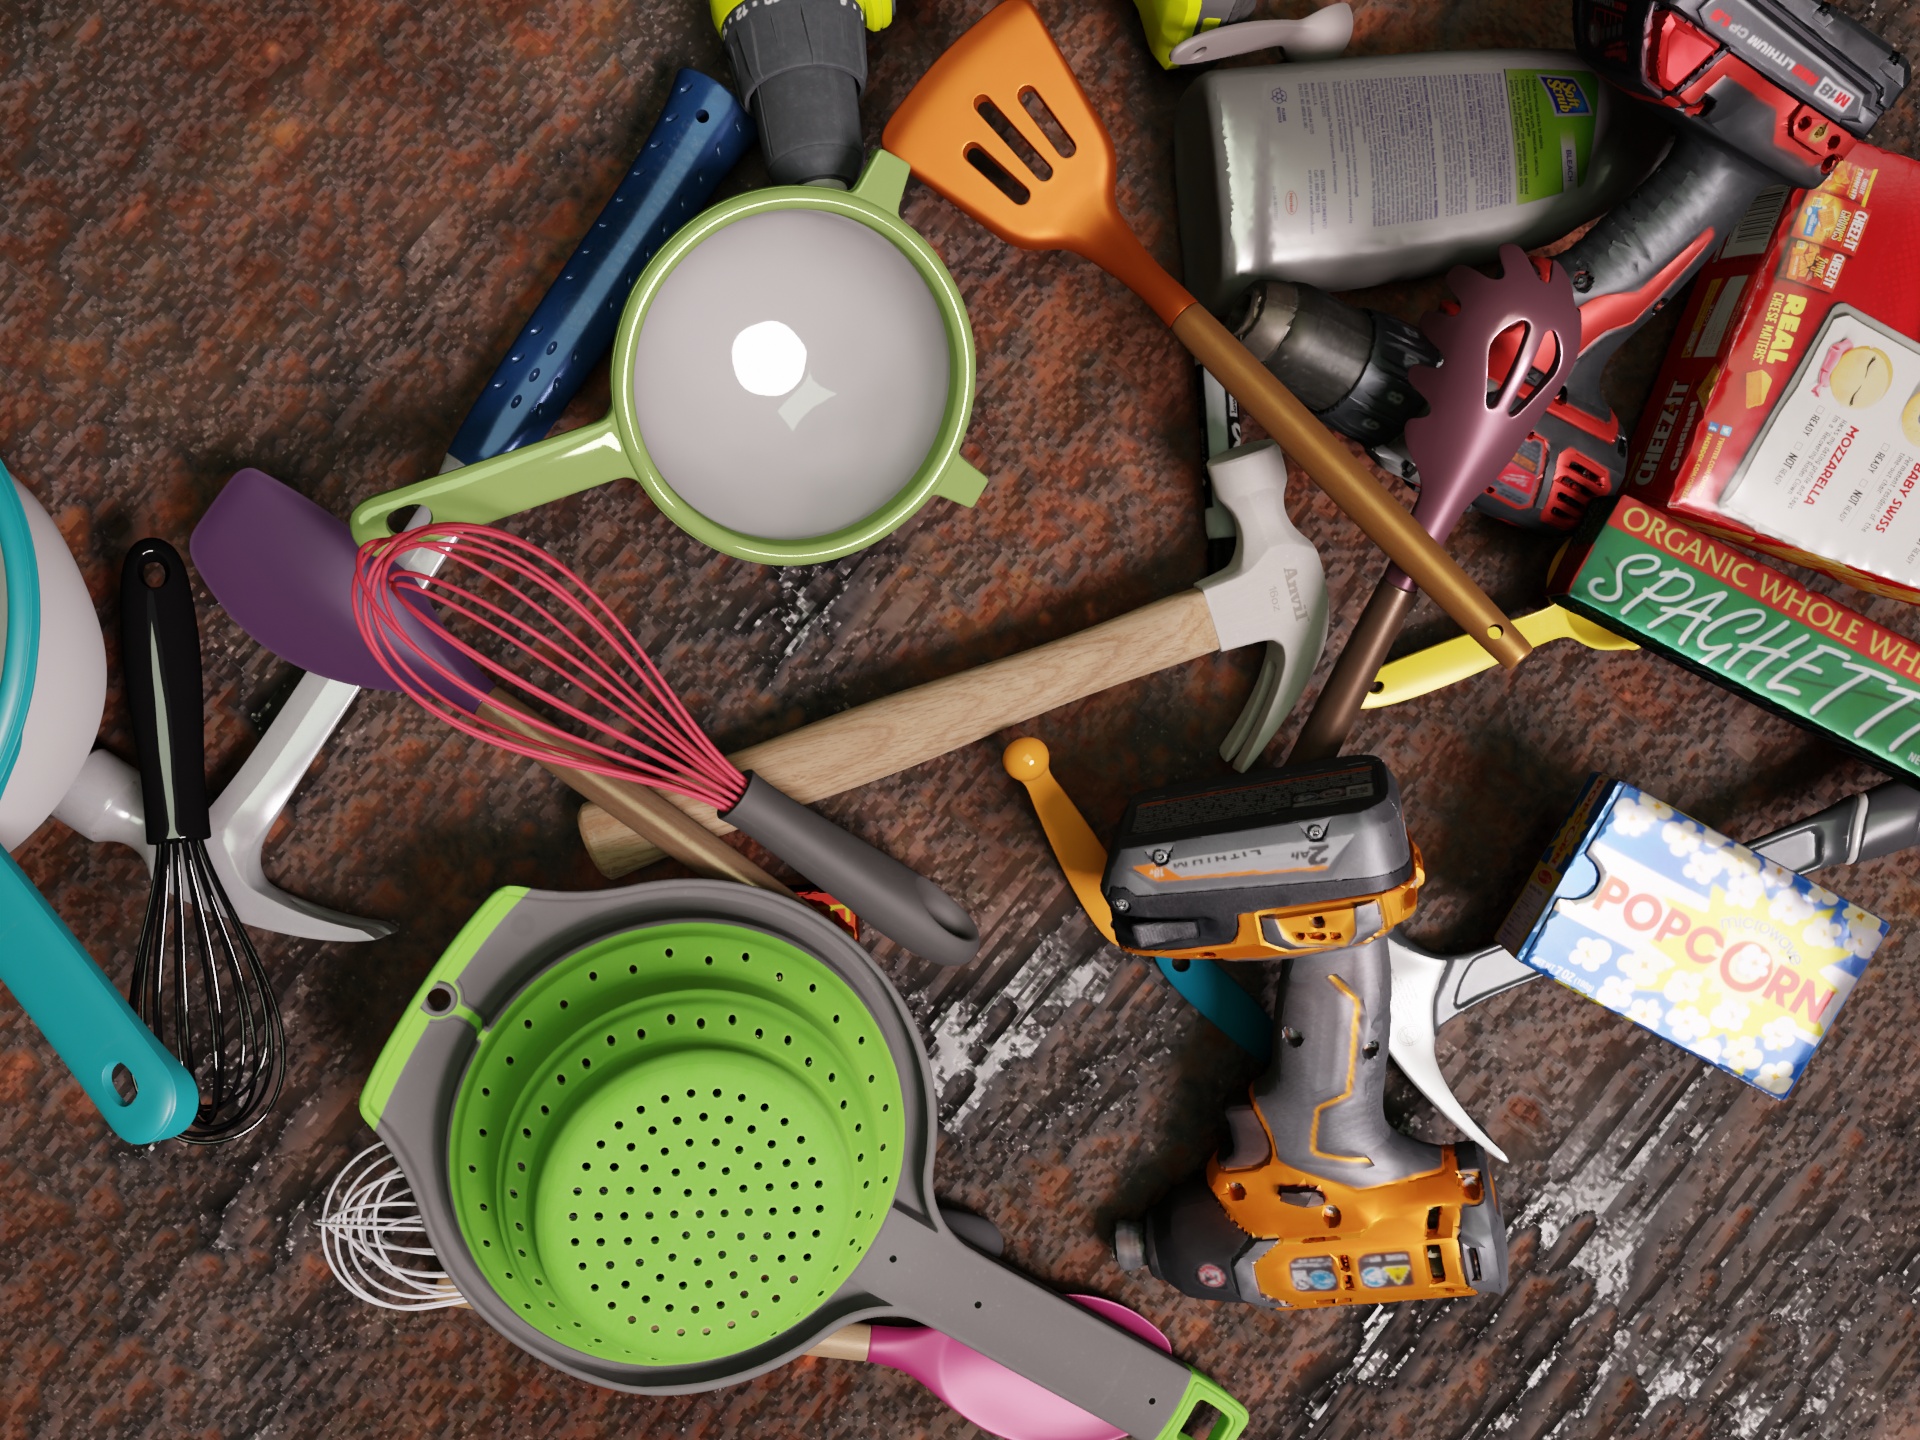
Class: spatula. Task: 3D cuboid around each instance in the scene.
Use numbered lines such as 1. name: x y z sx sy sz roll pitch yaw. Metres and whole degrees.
1. spatula: -0.173 0.009 0.646 0.316 0.018 0.060 35 91 -4
2. spatula: 0.101 -0.141 0.613 0.081 0.041 0.323 -43 79 9

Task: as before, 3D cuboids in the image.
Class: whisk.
1. whisk: -0.121 0.214 0.665 0.284 0.070 0.070 5 89 -9
2. whisk: -0.104 0.018 0.624 0.295 0.073 0.073 36 87 -23
3. whisk: -0.303 0.045 0.622 0.055 0.055 0.239 -8 85 -5

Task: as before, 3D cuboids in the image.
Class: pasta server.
1. pasta server: 0.165 -0.035 0.649 0.060 0.040 0.316 17 114 -10

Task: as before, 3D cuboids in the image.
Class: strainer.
1. strainer: -0.122 -0.126 0.649 0.256 0.069 0.151 -22 118 -11
2. strainer: -0.365 0.024 0.599 0.340 0.095 0.211 44 96 16

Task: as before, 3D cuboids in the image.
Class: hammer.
1. hammer: -0.206 -0.093 0.671 0.144 0.035 0.405 33 87 -3
2. hammer: -0.001 -0.002 0.679 0.331 0.031 0.130 -21 106 0
3. hammer: 0.368 0.059 0.686 0.409 0.036 0.149 -22 94 5

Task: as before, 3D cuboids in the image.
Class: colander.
1. colander: -0.035 0.210 0.612 0.397 0.094 0.204 33 86 -14

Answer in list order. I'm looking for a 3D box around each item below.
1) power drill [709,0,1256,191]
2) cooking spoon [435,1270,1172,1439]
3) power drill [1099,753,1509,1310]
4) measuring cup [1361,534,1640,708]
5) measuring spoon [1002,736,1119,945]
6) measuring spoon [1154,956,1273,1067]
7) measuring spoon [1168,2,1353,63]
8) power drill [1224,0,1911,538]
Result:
1. power drill: 0.006 -0.320 0.664 0.228 0.080 0.190 -10 84 -4
2. cooking spoon: -0.065 0.265 0.687 0.319 0.017 0.069 9 92 -5
3. power drill: 0.124 0.140 0.654 0.164 0.084 0.226 -11 104 15
4. measuring cup: 0.243 -0.044 0.712 0.156 0.029 0.062 -22 121 9
5. measuring spoon: 0.050 0.056 0.680 0.021 0.011 0.116 -27 115 6
6. measuring spoon: 0.134 0.141 0.701 0.128 0.021 0.042 43 86 -5
7. measuring spoon: 0.129 -0.283 0.672 0.124 0.034 0.018 -28 89 -40
8. power drill: 0.231 -0.196 0.635 0.187 0.080 0.226 21 117 -20
